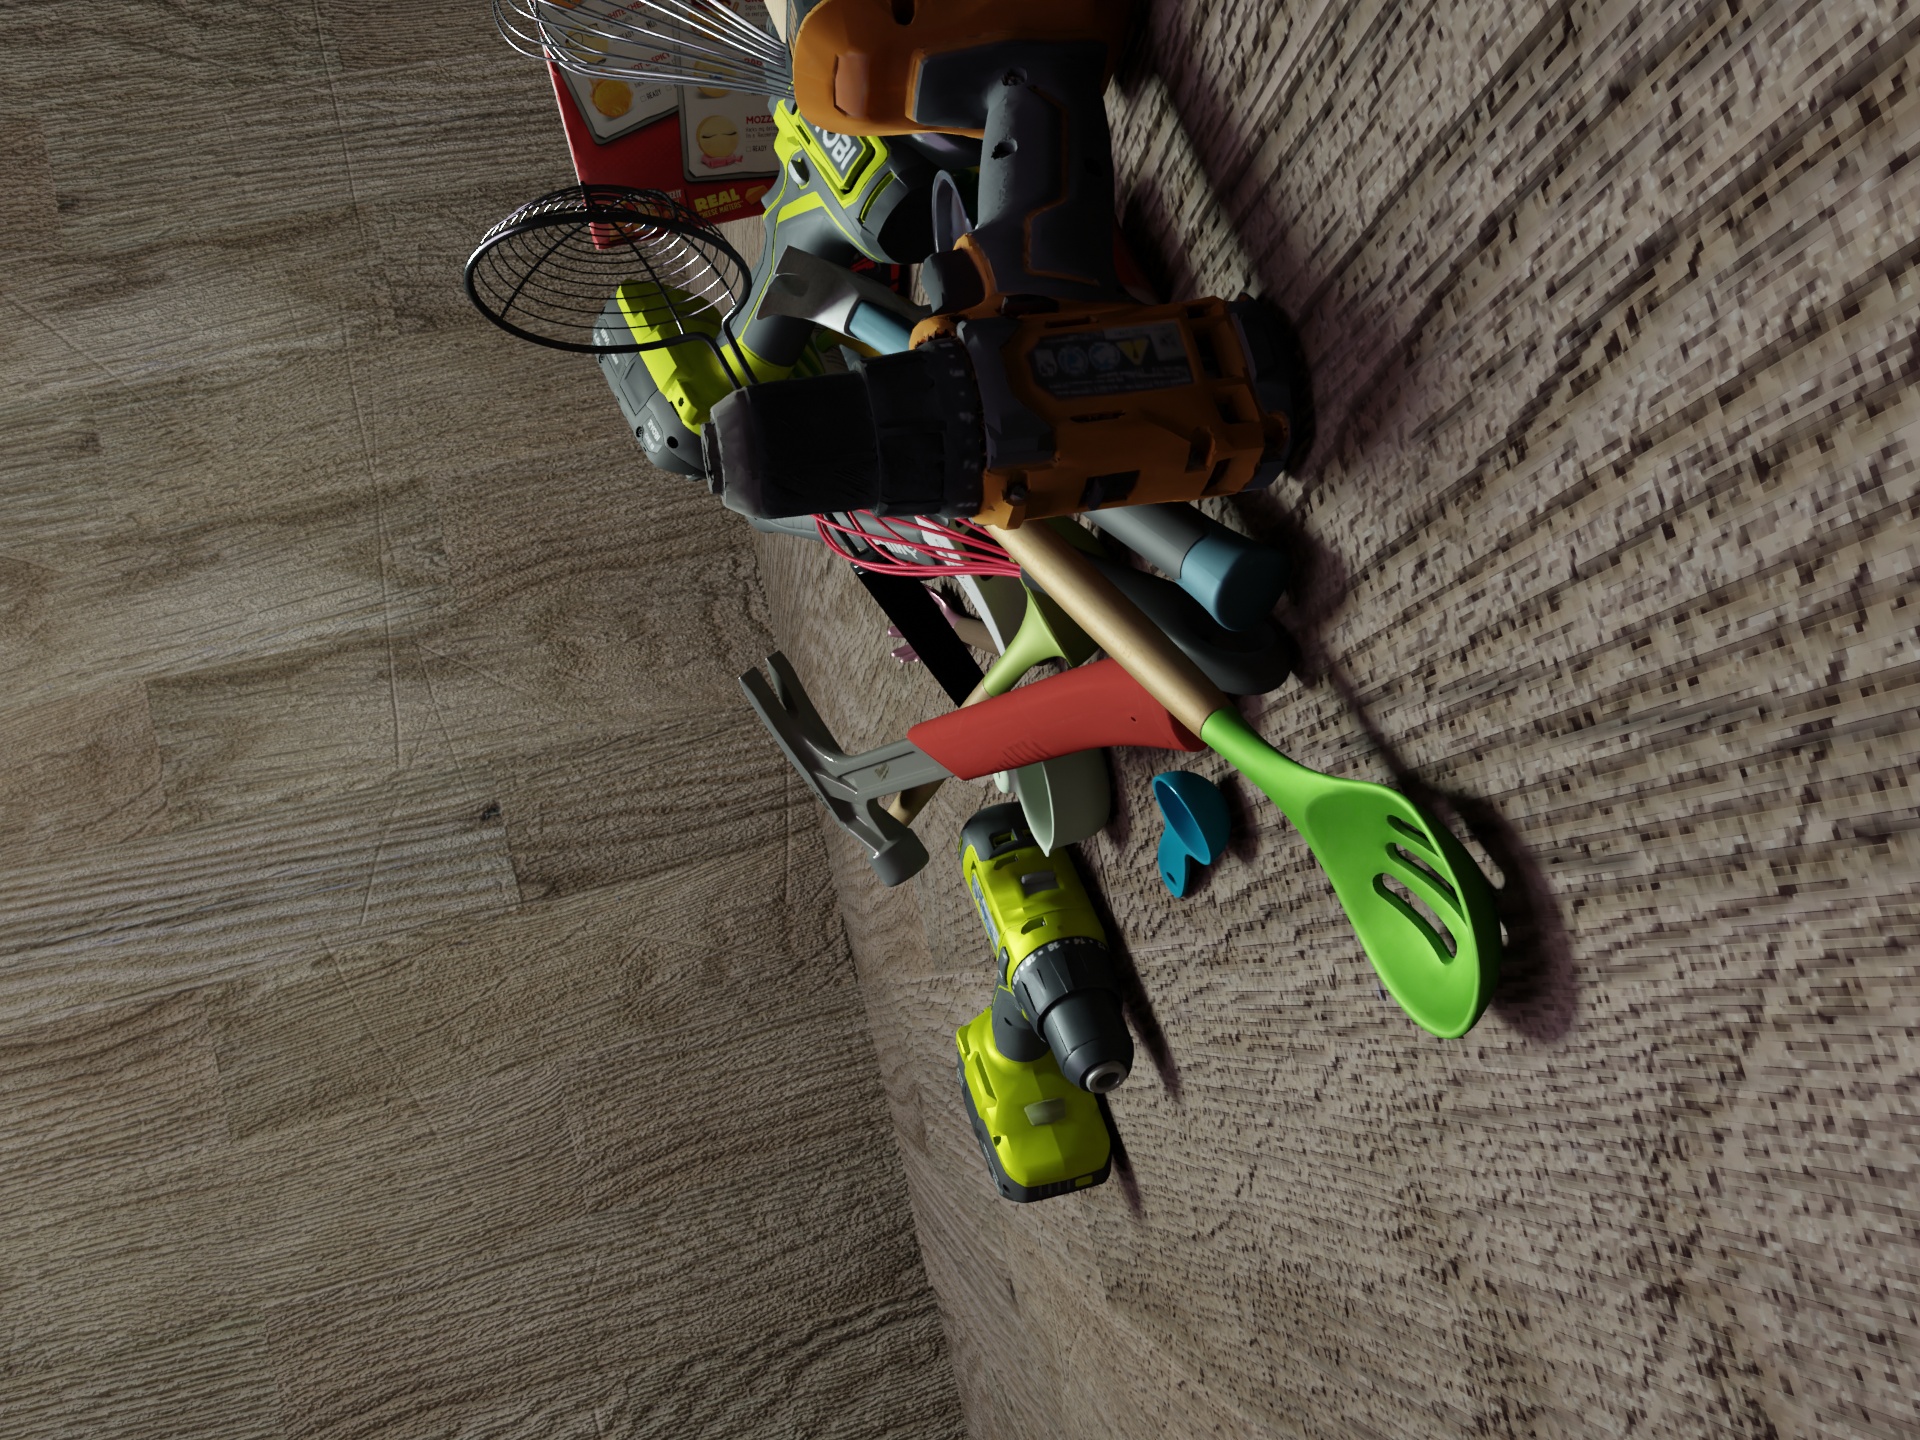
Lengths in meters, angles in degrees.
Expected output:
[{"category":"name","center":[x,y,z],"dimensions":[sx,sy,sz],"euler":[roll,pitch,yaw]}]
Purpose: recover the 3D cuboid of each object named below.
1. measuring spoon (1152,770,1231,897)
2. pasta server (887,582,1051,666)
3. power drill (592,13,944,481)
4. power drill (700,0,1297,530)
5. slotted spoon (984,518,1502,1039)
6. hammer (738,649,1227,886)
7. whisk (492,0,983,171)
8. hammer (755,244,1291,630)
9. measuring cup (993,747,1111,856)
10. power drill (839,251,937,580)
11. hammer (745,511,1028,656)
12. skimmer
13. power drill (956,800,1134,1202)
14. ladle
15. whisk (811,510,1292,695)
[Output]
[{"category":"measuring spoon","center":[0.102,0.052,0.694],"dimensions":[0.042,0.021,0.128],"euler":[57,172,20]},{"category":"pasta server","center":[0.001,-0.056,1.025],"dimensions":[0.316,0.040,0.060],"euler":[-150,59,-75]},{"category":"power drill","center":[-0.101,-0.249,0.838],"dimensions":[0.223,0.080,0.171],"euler":[-48,58,32]},{"category":"power drill","center":[-0.006,-0.166,0.528],"dimensions":[0.084,0.185,0.226],"euler":[108,151,-68]},{"category":"slotted spoon","center":[0.072,-0.016,0.537],"dimensions":[0.314,0.031,0.070],"euler":[49,151,39]},{"category":"hammer","center":[0.003,0.002,0.761],"dimensions":[0.149,0.037,0.359],"euler":[56,153,-8]},{"category":"whisk","center":[-0.087,-0.295,0.712],"dimensions":[0.070,0.284,0.070],"euler":[-61,-12,-23]},{"category":"hammer","center":[0.019,-0.122,0.639],"dimensions":[0.331,0.128,0.033],"euler":[46,115,46]},{"category":"measuring cup","center":[0.047,0.028,0.888],"dimensions":[0.167,0.038,0.083],"euler":[177,80,-82]},{"category":"power drill","center":[-0.050,-0.221,0.998],"dimensions":[0.187,0.080,0.227],"euler":[96,155,-62]},{"category":"hammer","center":[-0.058,-0.112,0.947],"dimensions":[0.146,0.035,0.335],"euler":[54,165,-25]},{"category":"skimmer","center":[-0.090,-0.108,0.788],"dimensions":[0.363,0.127,0.090],"euler":[53,-139,-28]},{"category":"power drill","center":[0.051,0.188,0.957],"dimensions":[0.191,0.080,0.228],"euler":[-113,17,-45]},{"category":"ladle","center":[-0.001,-0.003,0.833],"dimensions":[0.078,0.062,0.320],"euler":[64,149,19]},{"category":"whisk","center":[0.022,-0.071,0.650],"dimensions":[0.296,0.073,0.073],"euler":[32,138,46]}]
